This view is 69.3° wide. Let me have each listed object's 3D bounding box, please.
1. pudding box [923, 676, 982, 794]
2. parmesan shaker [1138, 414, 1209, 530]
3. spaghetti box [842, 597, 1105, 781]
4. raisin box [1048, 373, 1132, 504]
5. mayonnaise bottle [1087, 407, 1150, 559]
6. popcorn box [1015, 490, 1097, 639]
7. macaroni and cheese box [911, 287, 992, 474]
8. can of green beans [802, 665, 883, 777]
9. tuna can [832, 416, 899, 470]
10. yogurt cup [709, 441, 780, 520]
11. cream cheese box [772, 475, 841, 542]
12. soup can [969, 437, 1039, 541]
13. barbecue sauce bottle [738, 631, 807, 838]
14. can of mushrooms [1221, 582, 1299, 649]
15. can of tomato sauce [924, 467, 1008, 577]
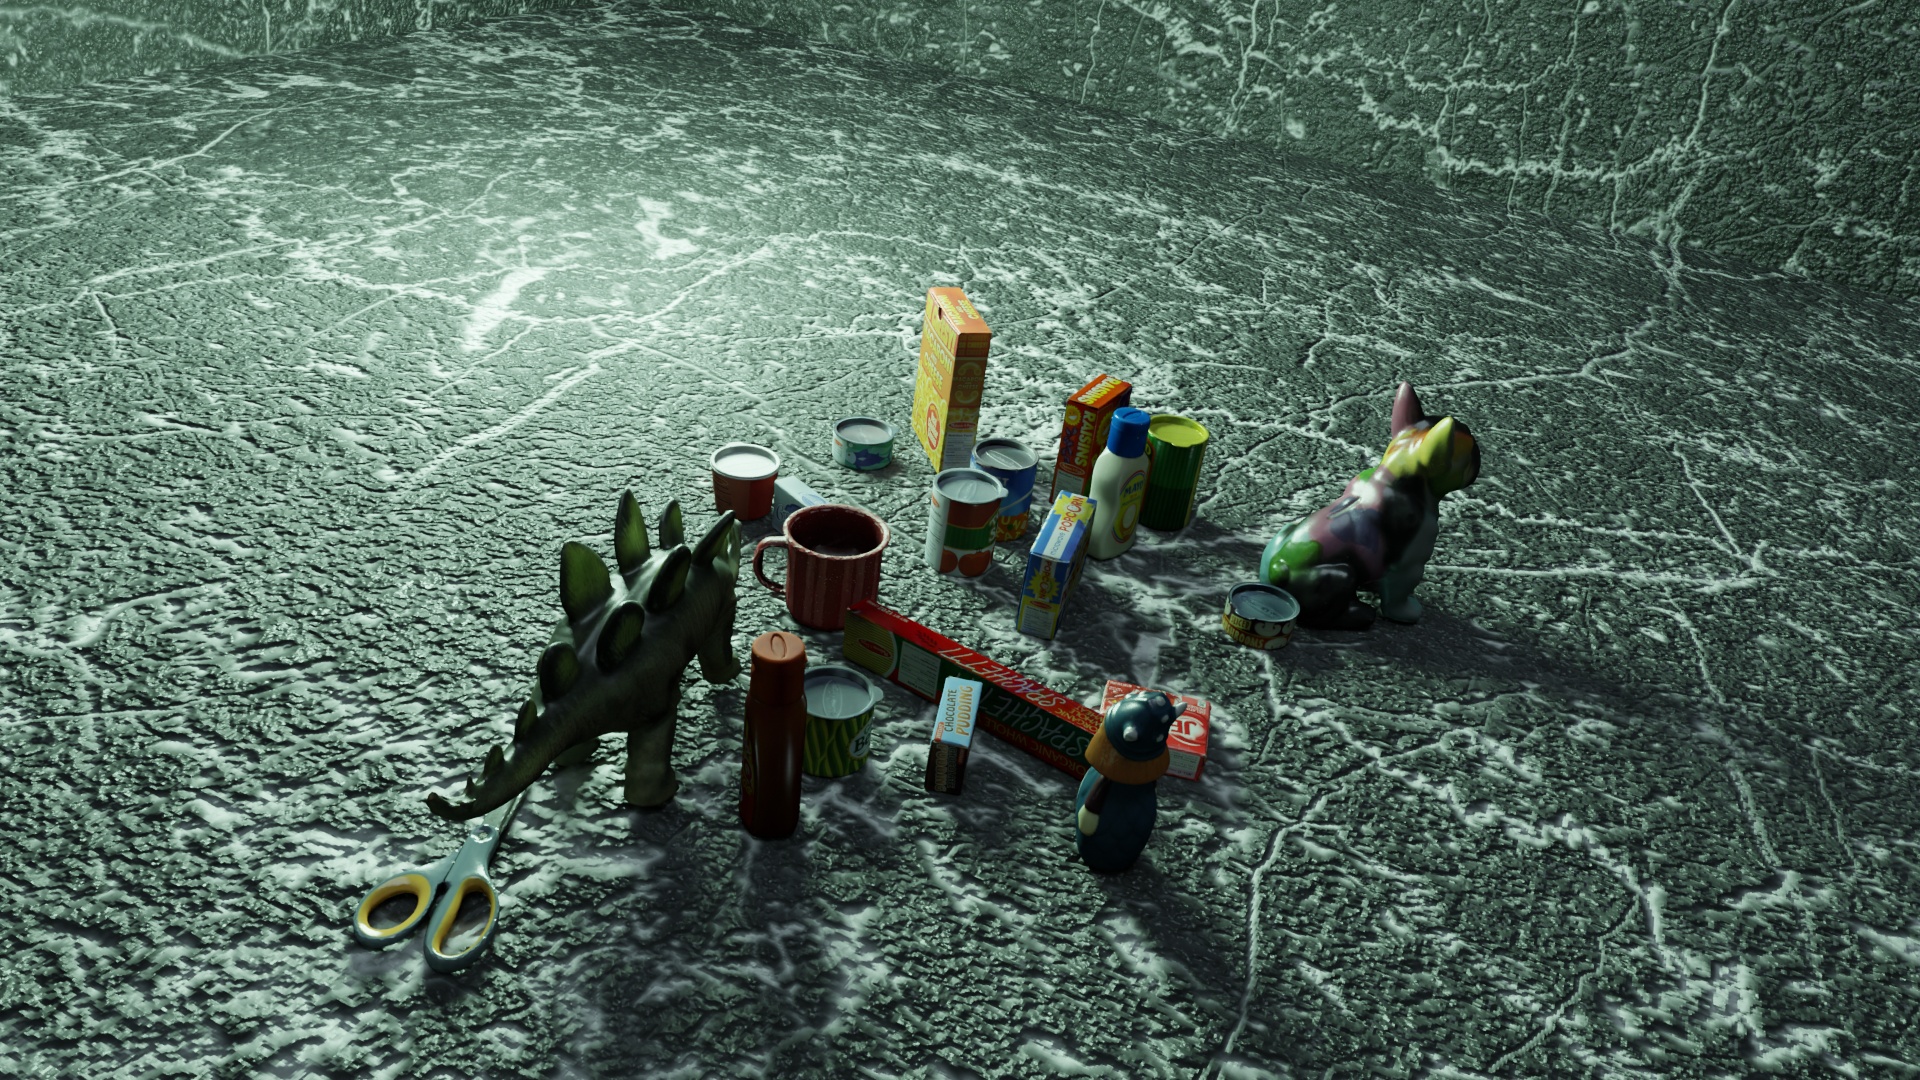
[{"bbox_3d":[-0.005,0.149,1.068,0.030,0.049,0.084,10,31,3],"label":"pudding box"},{"bbox_3d":[0.213,-0.068,1.429,0.071,0.102,0.071,6,31,-3],"label":"parmesan shaker"},{"bbox_3d":[0.011,0.119,1.121,0.250,0.050,0.029,24,34,25],"label":"spaghetti box"},{"bbox_3d":[0.136,-0.101,1.446,0.040,0.122,0.086,22,33,23],"label":"raisin box"},{"bbox_3d":[0.154,-0.056,1.351,0.041,0.147,0.065,30,37,33],"label":"mayonnaise bottle"},{"bbox_3d":[0.088,0.021,1.269,0.038,0.084,0.127,14,31,11],"label":"popcorn box"},{"bbox_3d":[-0.012,-0.170,1.485,0.040,0.165,0.124,-2,32,-17],"label":"macaroni and cheese box"},{"bbox_3d":[-0.099,0.138,1.056,0.071,0.057,0.071,6,31,-3],"label":"can of green beans"},{"bbox_3d":[-0.102,-0.104,1.484,0.071,0.032,0.071,6,31,-3],"label":"tuna can"},{"bbox_3d":[-0.211,-0.055,1.356,0.072,0.053,0.073,6,31,-3],"label":"yogurt cup"},{"bbox_3d":[-0.139,-0.015,1.306,0.024,0.053,0.104,-19,40,-38],"label":"cream cheese box"},{"bbox_3d":[0.037,-0.050,1.376,0.071,0.083,0.072,6,31,-3],"label":"soup can"},{"bbox_3d":[-0.130,0.133,0.968,0.044,0.147,0.065,-1,32,-15],"label":"barbecue sauce bottle"},{"bbox_3d":[0.275,0.070,1.282,0.071,0.033,0.071,6,31,-3],"label":"can of mushrooms"},{"bbox_3d":[0.005,-0.016,1.314,0.071,0.082,0.071,6,31,-3],"label":"can of tomato sauce"}]
